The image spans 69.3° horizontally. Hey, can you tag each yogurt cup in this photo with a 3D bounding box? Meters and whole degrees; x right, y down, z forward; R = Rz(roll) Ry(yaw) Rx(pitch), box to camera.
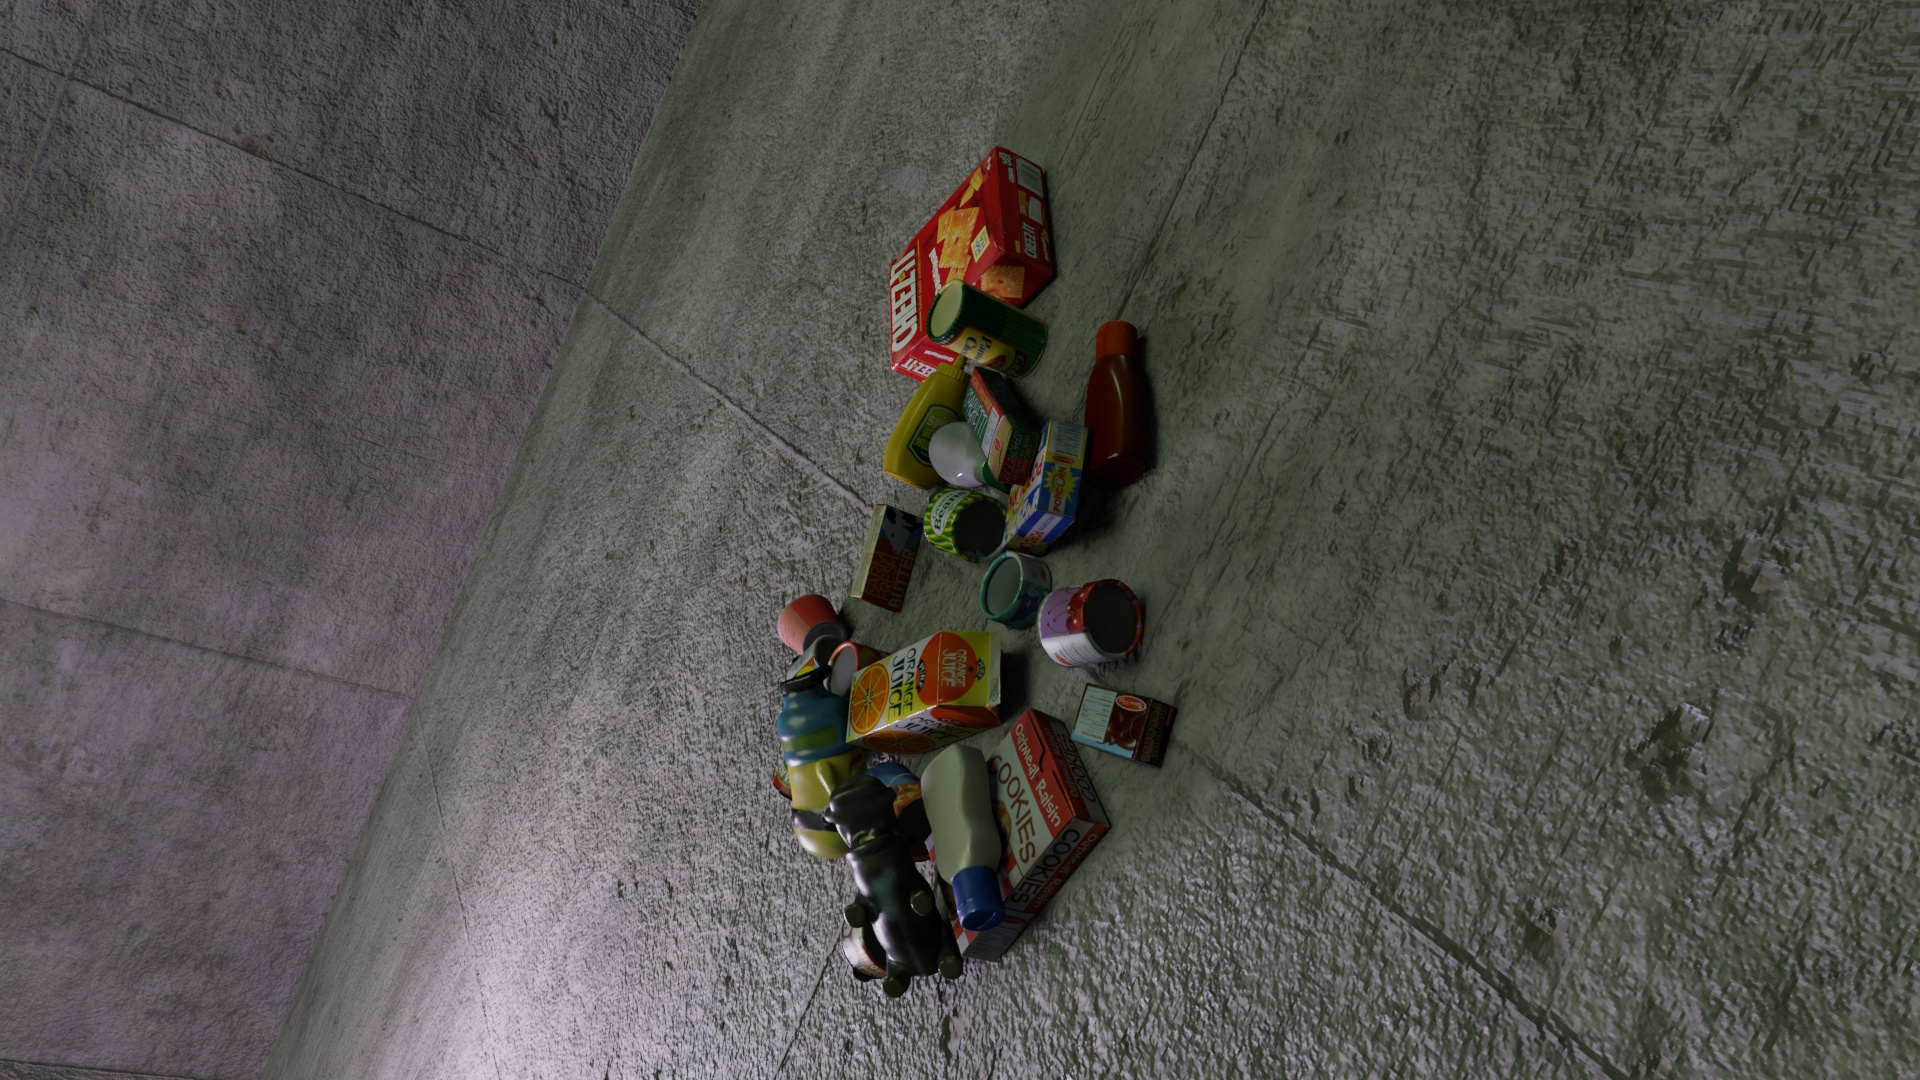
[{"bbox_3d":[-0.160,0.099,1.523,0.054,0.072,0.072,40,107,50],"label":"yogurt cup"}]

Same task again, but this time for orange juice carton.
[{"bbox_3d":[-0.022,0.139,1.269,0.192,0.073,0.072,-29,49,47],"label":"orange juice carton"}]

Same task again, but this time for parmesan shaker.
[{"bbox_3d":[0.024,-0.208,1.375,0.071,0.103,0.071,-35,45,44],"label":"parmesan shaker"}]

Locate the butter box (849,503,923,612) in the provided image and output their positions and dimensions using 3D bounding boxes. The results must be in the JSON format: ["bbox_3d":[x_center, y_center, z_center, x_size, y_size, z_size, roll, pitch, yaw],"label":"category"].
[{"bbox_3d":[-0.076,0.018,1.447,0.024,0.053,0.103,1,74,55],"label":"butter box"}]

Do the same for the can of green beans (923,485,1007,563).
[{"bbox_3d":[0.006,-0.015,1.323,0.058,0.071,0.071,22,91,59],"label":"can of green beans"}]

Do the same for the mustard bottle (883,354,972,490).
[{"bbox_3d":[-0.025,-0.134,1.449,0.049,0.065,0.160,18,84,64],"label":"mustard bottle"}]

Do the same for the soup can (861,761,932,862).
[{"bbox_3d":[-0.054,0.246,1.257,0.084,0.071,0.071,22,91,59],"label":"soup can"}]

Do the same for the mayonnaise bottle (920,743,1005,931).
[{"bbox_3d":[0.005,0.240,1.117,0.064,0.041,0.149,-51,36,33],"label":"mayonnaise bottle"}]

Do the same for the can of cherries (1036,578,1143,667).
[{"bbox_3d":[0.105,0.064,1.118,0.058,0.071,0.071,-18,58,53],"label":"can of cherries"}]

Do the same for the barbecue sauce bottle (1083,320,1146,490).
[{"bbox_3d":[0.134,-0.121,1.205,0.064,0.044,0.149,-37,42,53],"label":"barbecue sauce bottle"}]

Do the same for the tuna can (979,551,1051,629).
[{"bbox_3d":[0.047,0.047,1.253,0.070,0.033,0.071,-35,44,43],"label":"tuna can"}]

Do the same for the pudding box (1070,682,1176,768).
[{"bbox_3d":[0.125,0.142,1.074,0.083,0.030,0.050,6,76,59],"label":"pudding box"}]

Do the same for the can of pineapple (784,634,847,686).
[{"bbox_3d":[-0.141,0.143,1.466,0.057,0.071,0.071,-46,38,34],"label":"can of pineapple"}]

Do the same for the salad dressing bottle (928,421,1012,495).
[{"bbox_3d":[0.020,-0.077,1.362,0.148,0.044,0.064,30,104,58],"label":"salad dressing bottle"}]

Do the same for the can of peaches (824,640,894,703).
[{"bbox_3d":[-0.096,0.138,1.401,0.071,0.058,0.071,-36,44,44],"label":"can of peaches"}]

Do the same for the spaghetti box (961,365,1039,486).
[{"bbox_3d":[0.034,-0.112,1.301,0.251,0.029,0.050,-109,34,-69],"label":"spaghetti box"}]

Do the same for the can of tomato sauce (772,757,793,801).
[{"bbox_3d":[-0.147,0.223,1.420,0.071,0.071,0.083,32,100,59],"label":"can of tomato sauce"}]

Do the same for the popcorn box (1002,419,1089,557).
[{"bbox_3d":[0.074,-0.044,1.217,0.126,0.038,0.085,126,154,-70],"label":"popcorn box"}]

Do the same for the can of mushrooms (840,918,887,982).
[{"bbox_3d":[-0.070,0.352,1.222,0.033,0.071,0.071,-33,46,43],"label":"can of mushrooms"}]

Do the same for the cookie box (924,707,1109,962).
[{"bbox_3d":[0.042,0.240,1.137,0.166,0.040,0.123,-55,33,23],"label":"cookie box"}]
